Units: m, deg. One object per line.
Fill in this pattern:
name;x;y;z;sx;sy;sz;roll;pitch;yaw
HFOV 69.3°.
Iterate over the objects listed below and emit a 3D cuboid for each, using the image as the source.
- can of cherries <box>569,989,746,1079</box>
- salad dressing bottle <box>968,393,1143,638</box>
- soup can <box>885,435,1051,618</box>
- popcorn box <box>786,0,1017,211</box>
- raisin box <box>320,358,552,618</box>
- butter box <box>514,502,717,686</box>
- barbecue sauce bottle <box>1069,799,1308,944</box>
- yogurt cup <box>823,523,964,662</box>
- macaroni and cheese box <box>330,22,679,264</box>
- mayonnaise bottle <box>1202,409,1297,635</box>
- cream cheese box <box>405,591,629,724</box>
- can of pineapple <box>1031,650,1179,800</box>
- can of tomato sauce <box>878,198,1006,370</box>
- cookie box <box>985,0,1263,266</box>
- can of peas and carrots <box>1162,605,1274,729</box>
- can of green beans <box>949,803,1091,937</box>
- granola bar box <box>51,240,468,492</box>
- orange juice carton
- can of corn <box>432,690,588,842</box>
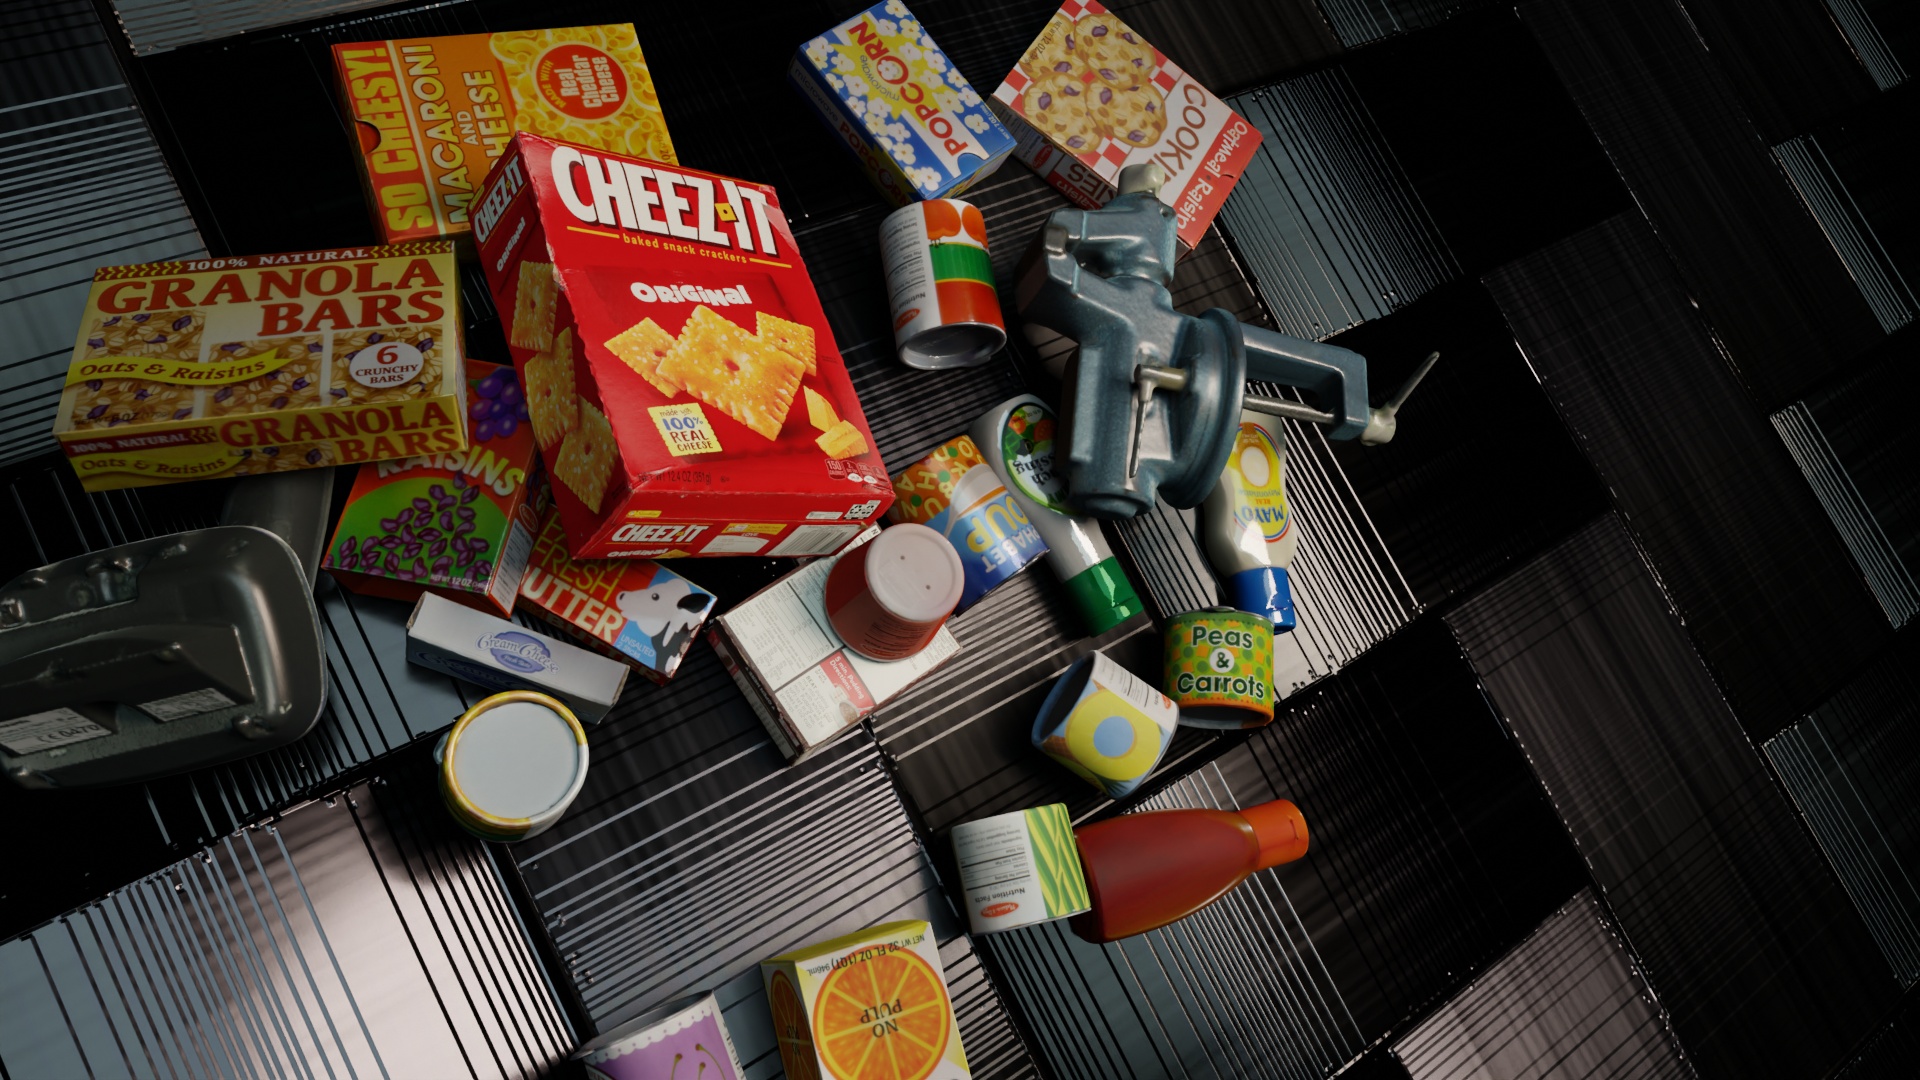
can of cherries;-0.139;0.252;0.649;0.072;0.071;0.058;-19;82;-26
salad dressing bottle;0.058;-0.014;0.831;0.064;0.043;0.147;-25;83;-33
soup can;0.003;-0.010;0.792;0.071;0.071;0.084;-34;87;-28
popcorn box;-0.038;-0.274;0.885;0.085;0.038;0.126;-39;89;-29
raisin box;-0.254;-0.030;0.699;0.086;0.040;0.124;9;67;6
butter box;-0.186;0.028;0.729;0.103;0.024;0.053;31;64;-10
barbecue sauce bottle;0.130;0.181;0.794;0.149;0.043;0.065;-9;76;-25
yogurt cup;-0.033;0.025;0.733;0.072;0.053;0.072;9;67;-20
macaroni and cheese box;-0.251;-0.224;0.780;0.167;0.040;0.124;-14;77;-26
mayonnaise bottle;0.183;-0.014;0.882;0.065;0.041;0.148;0;72;-20
cream cheese box;-0.220;0.060;0.688;0.104;0.053;0.024;22;64;-14
can of pineapple;0.080;0.106;0.788;0.058;0.070;0.071;34;63;-7
can of tomato sauce;-0.010;-0.153;0.840;0.071;0.071;0.083;-3;73;-23
cookie box;0.110;-0.279;0.944;0.167;0.040;0.123;36;63;-7
can of peas and carrots;0.153;0.076;0.823;0.071;0.070;0.059;11;70;-18
can of green beans;0.031;0.176;0.743;0.071;0.071;0.058;-6;75;-24
granola bar box;-0.325;-0.087;0.664;0.166;0.038;0.125;-8;48;-13
orange juice carton;-0.034;0.290;0.674;0.072;0.072;0.193;-10;77;-25
can of corn;-0.218;0.108;0.670;0.071;0.058;0.071;7;70;-20
